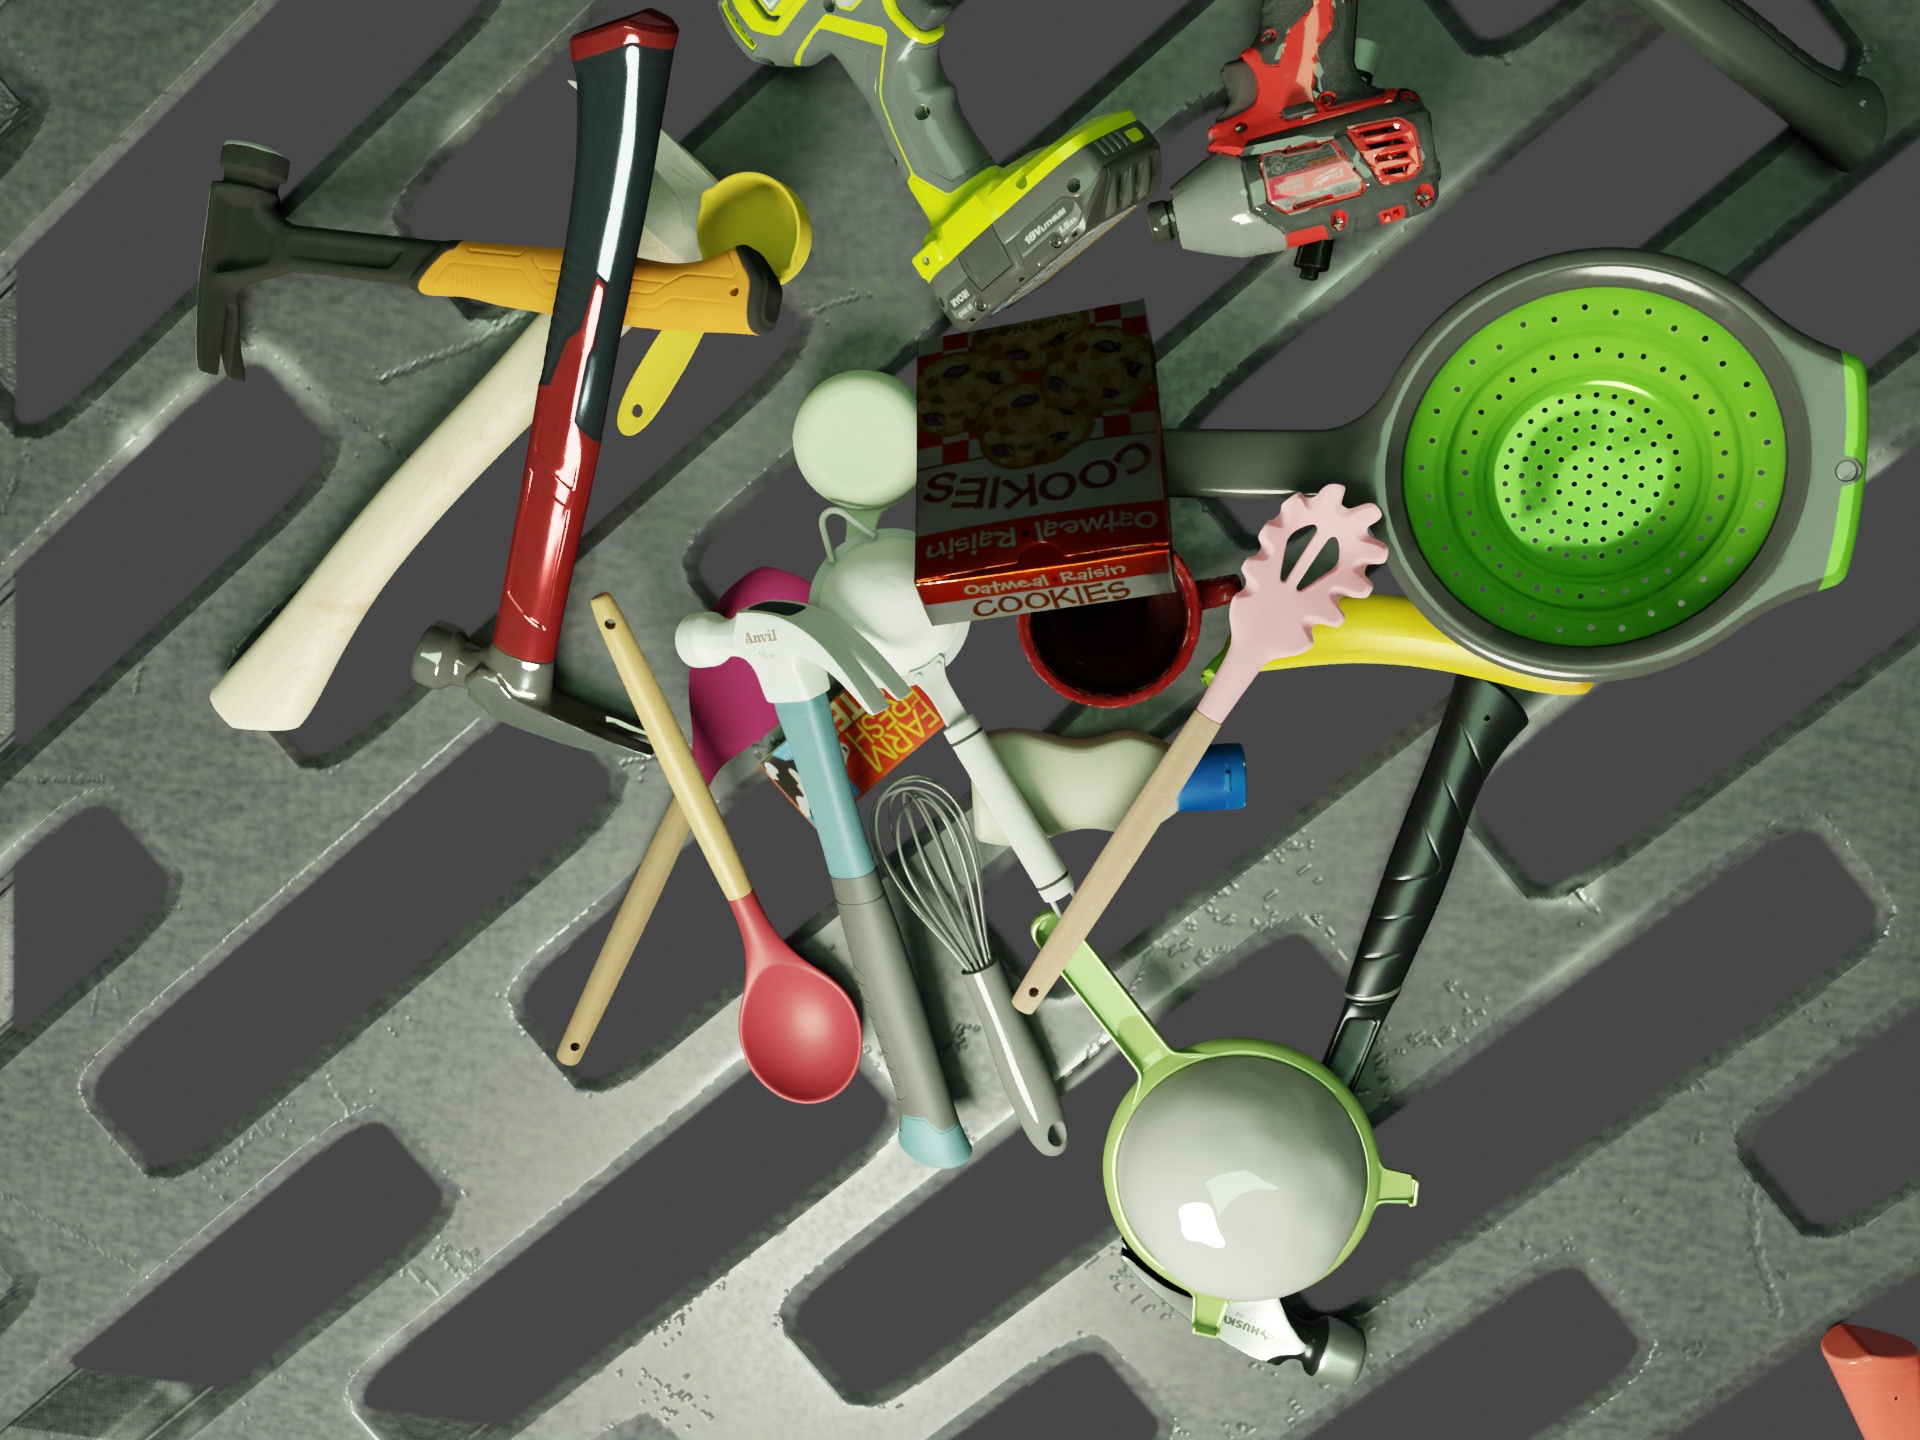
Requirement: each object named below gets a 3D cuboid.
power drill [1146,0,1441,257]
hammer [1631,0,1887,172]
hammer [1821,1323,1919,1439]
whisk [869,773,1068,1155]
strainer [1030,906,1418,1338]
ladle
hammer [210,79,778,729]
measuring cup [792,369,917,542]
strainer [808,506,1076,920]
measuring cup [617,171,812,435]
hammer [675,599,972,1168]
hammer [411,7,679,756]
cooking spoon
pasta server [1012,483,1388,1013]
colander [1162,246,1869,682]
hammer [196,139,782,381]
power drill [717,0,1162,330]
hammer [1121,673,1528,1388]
[{"bbox_3d":[0.146,-0.344,0.789,0.143,0.078,0.219,-12,94,13],"label":"power drill"},{"bbox_3d":[0.313,-0.363,0.757,0.334,0.035,0.146,28,73,-15],"label":"hammer"},{"bbox_3d":[0.571,0.504,0.897,0.149,0.037,0.359,-29,95,8],"label":"hammer"},{"bbox_3d":[0.010,0.141,0.892,0.055,0.055,0.239,-22,99,7],"label":"whisk"},{"bbox_3d":[0.119,0.209,0.846,0.151,0.069,0.256,-37,93,9],"label":"strainer"},{"bbox_3d":[-0.132,0.074,0.872,0.069,0.031,0.315,-22,109,-2],"label":"ladle"},{"bbox_3d":[-0.284,-0.156,0.881,0.146,0.038,0.410,45,99,-1],"label":"hammer"},{"bbox_3d":[-0.057,-0.107,0.866,0.083,0.038,0.167,5,96,4],"label":"measuring cup"},{"bbox_3d":[-0.001,-0.003,0.837,0.087,0.050,0.258,-32,95,-8],"label":"strainer"},{"bbox_3d":[-0.132,-0.213,0.830,0.062,0.029,0.156,41,111,6],"label":"measuring cup"},{"bbox_3d":[-0.055,0.094,0.859,0.128,0.033,0.331,-4,109,38],"label":"hammer"},{"bbox_3d":[-0.180,-0.150,0.795,0.143,0.038,0.386,21,123,-1],"label":"hammer"},{"bbox_3d":[-0.163,0.059,0.906,0.068,0.017,0.319,22,101,-24],"label":"cooking spoon"},{"bbox_3d":[0.111,0.022,0.807,0.060,0.040,0.316,31,102,1],"label":"pasta server"},{"bbox_3d":[0.238,-0.130,0.824,0.397,0.094,0.204,5,97,22],"label":"colander"},{"bbox_3d":[-0.252,-0.226,0.829,0.337,0.034,0.127,10,93,17],"label":"hammer"},{"bbox_3d":[-0.008,-0.323,0.781,0.171,0.080,0.223,-28,100,49],"label":"power drill"},{"bbox_3d":[0.217,0.166,0.883,0.149,0.036,0.409,19,98,3],"label":"hammer"}]
